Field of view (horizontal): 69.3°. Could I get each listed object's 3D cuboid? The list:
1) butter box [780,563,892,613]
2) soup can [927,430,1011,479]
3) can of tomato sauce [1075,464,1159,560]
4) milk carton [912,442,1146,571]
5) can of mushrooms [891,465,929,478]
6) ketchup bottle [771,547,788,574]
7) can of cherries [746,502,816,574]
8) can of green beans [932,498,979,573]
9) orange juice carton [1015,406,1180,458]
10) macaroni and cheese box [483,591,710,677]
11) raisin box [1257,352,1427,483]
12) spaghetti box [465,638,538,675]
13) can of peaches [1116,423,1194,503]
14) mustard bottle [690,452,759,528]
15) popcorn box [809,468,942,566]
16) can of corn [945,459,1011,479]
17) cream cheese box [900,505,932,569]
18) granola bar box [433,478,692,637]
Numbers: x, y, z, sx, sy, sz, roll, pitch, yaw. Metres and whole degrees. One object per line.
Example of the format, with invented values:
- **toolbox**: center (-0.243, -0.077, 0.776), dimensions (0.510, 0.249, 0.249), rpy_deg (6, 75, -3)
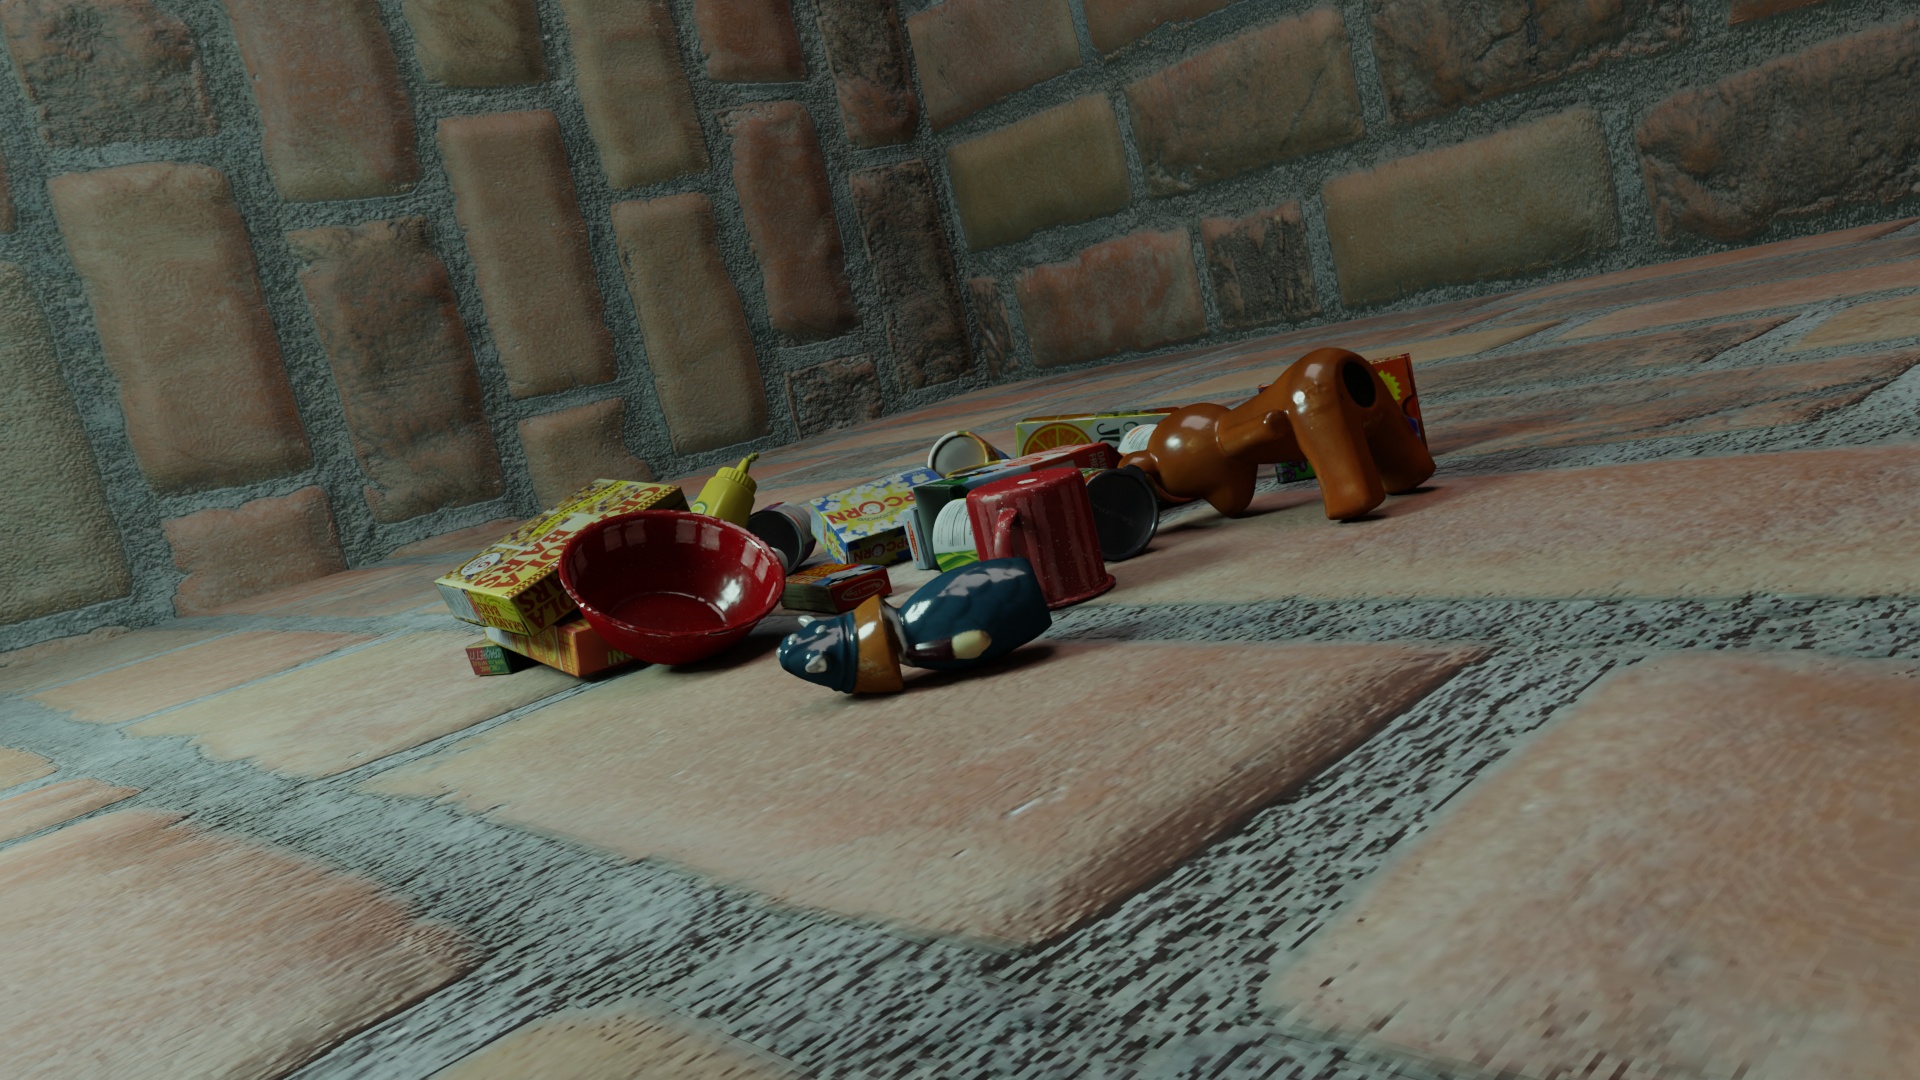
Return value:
- **butter box**: center (-0.103, 0.037, 1.111), dimensions (0.053, 0.024, 0.103), rpy_deg (-19, 10, -31)
- **soup can**: center (0.014, -0.067, 1.388), dimensions (0.071, 0.071, 0.083), rpy_deg (-11, -13, 19)
- **can of tomato sauce**: center (0.101, -0.023, 1.037), dimensions (0.071, 0.071, 0.083), rpy_deg (-16, 8, -17)
- **milk carton**: center (0.066, -0.033, 1.142), dimensions (0.191, 0.073, 0.072), rpy_deg (-17, 9, -24)
- **can of mushrooms**: center (-0.042, -0.036, 1.360), dimensions (0.033, 0.071, 0.071), rpy_deg (-18, 9, -23)
- **ketchup bottle**: center (-0.208, 0.016, 1.202), dimensions (0.065, 0.043, 0.149), rpy_deg (12, -2, 31)
- **can of cherries**: center (-0.178, 0.000, 1.331), dimensions (0.071, 0.071, 0.058), rpy_deg (-12, 8, 9)
- **can of green beans**: center (0.022, -0.001, 1.024), dimensions (0.057, 0.071, 0.071), rpy_deg (-6, 11, 44)
- **orange juice carton**: center (0.150, -0.082, 1.287), dimensions (0.193, 0.073, 0.072), rpy_deg (-3, 9, 8)
- **macaroni and cheese box**: center (-0.289, 0.061, 1.108), dimensions (0.124, 0.040, 0.166), rpy_deg (-17, 18, -39)
- **raisin box**: center (0.318, -0.102, 1.155), dimensions (0.123, 0.086, 0.040), rpy_deg (-10, 7, 20)
- **spaghetti box**: center (-0.323, 0.066, 1.246), dimensions (0.050, 0.028, 0.251), rpy_deg (-6, 11, 36)
- **can of peaches**: center (0.178, -0.065, 1.203), dimensions (0.071, 0.071, 0.058), rpy_deg (-17, 13, -23)
- **mustard bottle**: center (-0.226, -0.017, 1.279), dimensions (0.065, 0.048, 0.161), rpy_deg (-10, 50, 51)
- **popcorn box**: center (-0.063, -0.019, 1.263), dimensions (0.127, 0.038, 0.085), rpy_deg (-17, 36, -22)
- **can of corn**: center (0.021, -0.040, 1.307), dimensions (0.071, 0.058, 0.071), rpy_deg (-13, 8, 2)
- **cream cheese box**: center (0.004, -0.015, 1.186), dimensions (0.104, 0.053, 0.024), rpy_deg (-17, 7, -26)
- **granola bar box**: center (-0.308, 0.010, 1.089), dimensions (0.124, 0.039, 0.166), rpy_deg (6, 35, 44)
